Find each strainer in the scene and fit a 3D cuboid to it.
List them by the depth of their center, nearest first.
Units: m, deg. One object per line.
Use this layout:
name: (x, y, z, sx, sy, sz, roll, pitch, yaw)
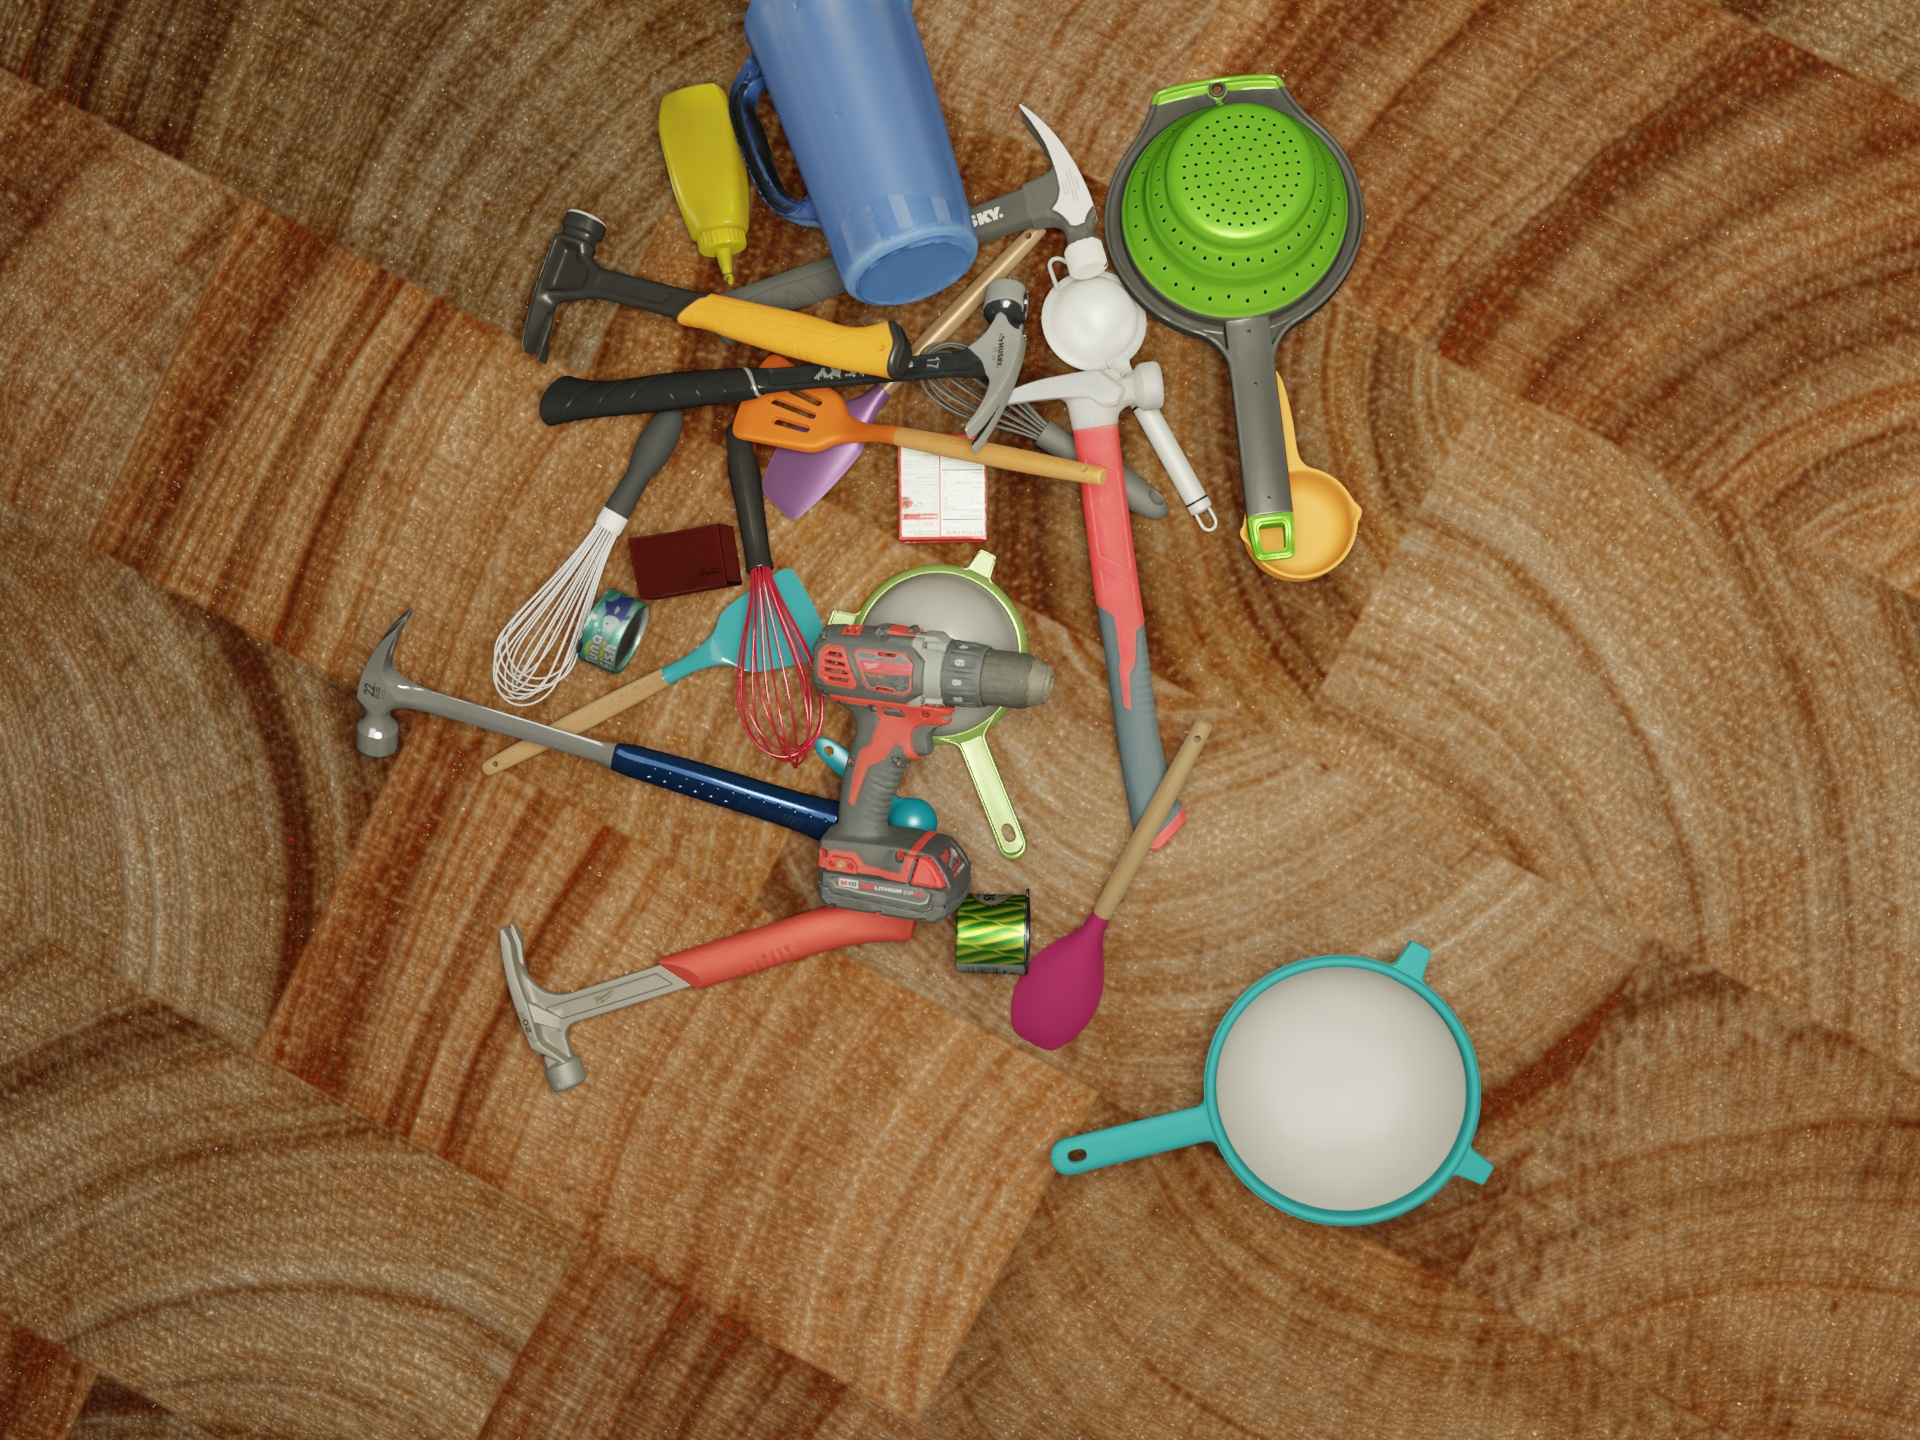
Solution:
strainer: (0.240, 0.305, 1.285, 0.340, 0.095, 0.211, -16, 89, 8)
strainer: (0.143, -0.267, 1.286, 0.087, 0.050, 0.258, -30, 94, -8)
strainer: (-0.002, -0.004, 1.298, 0.151, 0.069, 0.256, -22, 90, 6)

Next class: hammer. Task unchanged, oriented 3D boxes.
hammer: (-0.194, -0.315, 1.264, 0.337, 0.034, 0.127, 18, 87, 20)
hammer: (-0.149, -0.268, 1.275, 0.409, 0.036, 0.149, -2, 61, 16)
hammer: (0.113, -0.083, 1.276, 0.143, 0.038, 0.386, -9, 99, 1)
hammer: (-0.058, -0.382, 1.291, 0.335, 0.035, 0.146, -16, 80, 9)
hammer: (-0.295, 0.023, 1.310, 0.405, 0.035, 0.144, 17, 127, -4)
hammer: (-0.207, 0.195, 1.347, 0.359, 0.037, 0.149, -18, 92, 6)

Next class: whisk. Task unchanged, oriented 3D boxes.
whisk: (0.067, -0.232, 1.291, 0.239, 0.055, 0.055, 33, 96, -2)
whisk: (-0.161, -0.104, 1.299, 0.073, 0.073, 0.296, -11, 80, 6)
whisk: (-0.307, -0.138, 1.328, 0.070, 0.070, 0.284, 31, 91, 3)

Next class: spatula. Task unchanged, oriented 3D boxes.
spatula: (-0.033, -0.224, 1.251, 0.323, 0.041, 0.081, 16, 75, 28)
spatula: (-0.047, -0.293, 1.311, 0.316, 0.018, 0.060, -44, 81, 7)
spatula: (-0.266, -0.025, 1.346, 0.317, 0.044, 0.082, -25, 91, 11)

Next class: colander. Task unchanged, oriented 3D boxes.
colander: (0.221, -0.323, 1.217, 0.204, 0.094, 0.397, -6, 84, 5)

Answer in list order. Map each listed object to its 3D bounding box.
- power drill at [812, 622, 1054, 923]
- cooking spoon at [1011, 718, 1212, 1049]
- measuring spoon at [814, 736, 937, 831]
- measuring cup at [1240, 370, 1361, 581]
power drill: (-0.026, 0.038, 1.248, 0.188, 0.080, 0.226, 7, 105, 14)
cooking spoon: (0.126, 0.137, 1.293, 0.069, 0.017, 0.318, 27, 108, 3)
measuring spoon: (-0.074, 0.058, 1.332, 0.128, 0.021, 0.042, 40, 96, 1)
measuring cup: (0.261, -0.195, 1.275, 0.095, 0.052, 0.174, -11, 85, 6)
